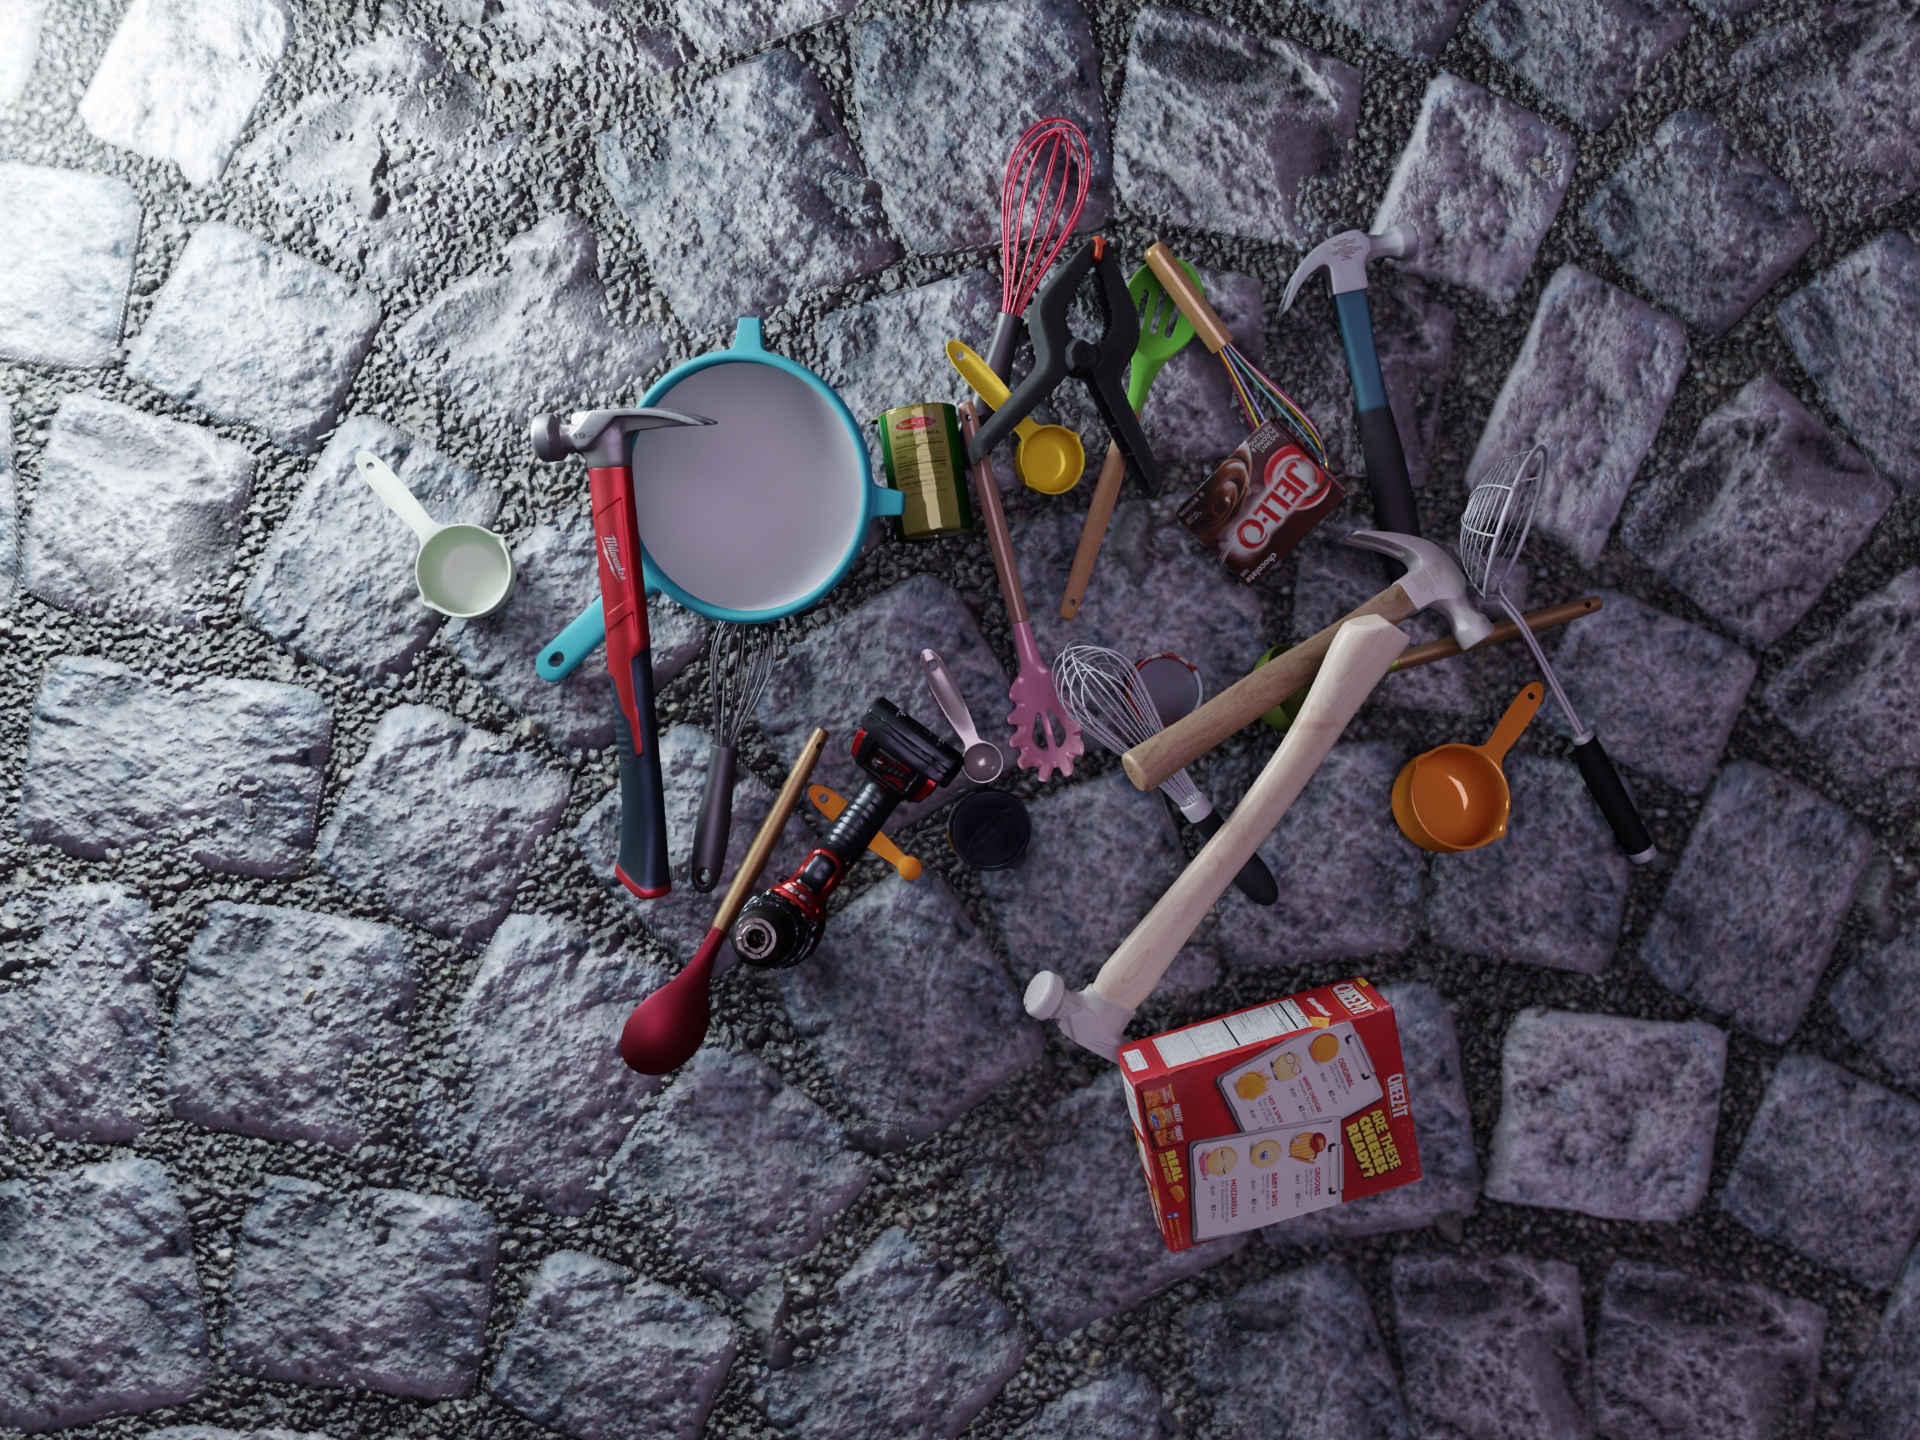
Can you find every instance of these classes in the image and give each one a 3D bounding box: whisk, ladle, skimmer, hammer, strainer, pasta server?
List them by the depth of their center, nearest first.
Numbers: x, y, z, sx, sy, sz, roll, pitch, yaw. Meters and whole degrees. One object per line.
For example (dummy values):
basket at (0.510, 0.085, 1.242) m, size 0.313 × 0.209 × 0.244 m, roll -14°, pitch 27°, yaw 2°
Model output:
hammer at (0.222, 0.099, 1.242) m, size 0.146 × 0.038 × 0.410 m, roll 30°, pitch 103°, yaw -18°
hammer at (-0.245, -0.049, 1.247) m, size 0.143 × 0.038 × 0.386 m, roll -1°, pitch 101°, yaw 13°
hammer at (0.267, -0.044, 1.266) m, size 0.331 × 0.031 × 0.130 m, roll -31°, pitch 84°, yaw -16°
whisk at (0.172, 0.046, 1.287) m, size 0.070 × 0.070 × 0.284 m, roll -42°, pitch 106°, yaw -4°
skimmer at (0.505, -0.046, 1.289) m, size 0.127 × 0.090 × 0.363 m, roll -40°, pitch 103°, yaw -45°
strainer at (-0.208, -0.147, 1.289) m, size 0.340 × 0.095 × 0.211 m, roll -40°, pitch 90°, yaw 16°
ladle at (-0.183, 0.147, 1.293) m, size 0.069 × 0.031 × 0.315 m, roll 31°, pitch 81°, yaw -32°
whisk at (-0.189, 0.024, 1.295) m, size 0.055 × 0.055 × 0.239 m, roll 9°, pitch 91°, yaw -3°
pasta server at (0.042, -0.107, 1.303) m, size 0.060 × 0.040 × 0.316 m, roll -14°, pitch 93°, yaw 8°
whisk at (0.229, -0.290, 1.316) m, size 0.047 × 0.051 × 0.245 m, roll -38°, pitch 98°, yaw 4°
whisk at (0.046, -0.354, 1.320) m, size 0.073 × 0.073 × 0.296 m, roll 15°, pitch 93°, yaw -2°
ladle at (0.391, -0.059, 1.323) m, size 0.320 × 0.062 × 0.078 m, roll -16°, pitch 80°, yaw -6°
hammer at (0.353, -0.249, 1.341) m, size 0.128 × 0.033 × 0.331 m, roll -11°, pitch 88°, yaw -4°

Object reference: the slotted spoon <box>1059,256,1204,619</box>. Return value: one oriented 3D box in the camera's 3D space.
slotted spoon at (0.134, -0.235, 1.332) m, size 0.070 × 0.031 × 0.314 m, roll 18°, pitch 88°, yaw -6°

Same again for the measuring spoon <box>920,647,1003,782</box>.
measuring spoon at (-0.002, -0.004, 1.322) m, size 0.034 × 0.018 × 0.124 m, roll -26°, pitch 82°, yaw -4°

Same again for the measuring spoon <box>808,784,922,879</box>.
measuring spoon at (-0.079, 0.092, 1.311) m, size 0.117 × 0.011 × 0.021 m, roll 39°, pitch 86°, yaw 0°

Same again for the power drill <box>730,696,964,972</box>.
power drill at (-0.095, 0.096, 1.219) m, size 0.080 × 0.188 × 0.227 m, roll 36°, pitch 88°, yaw 4°

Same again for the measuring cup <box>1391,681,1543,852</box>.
measuring cup at (0.427, 0.036, 1.326) m, size 0.095 × 0.052 × 0.174 m, roll 41°, pitch 71°, yaw -1°

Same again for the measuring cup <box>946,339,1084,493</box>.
measuring cup at (0.039, -0.251, 1.310) m, size 0.062 × 0.029 × 0.156 m, roll -46°, pitch 104°, yaw -10°

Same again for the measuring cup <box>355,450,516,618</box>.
measuring cup at (-0.430, -0.153, 1.294) m, size 0.083 × 0.038 × 0.167 m, roll -42°, pitch 88°, yaw -4°
